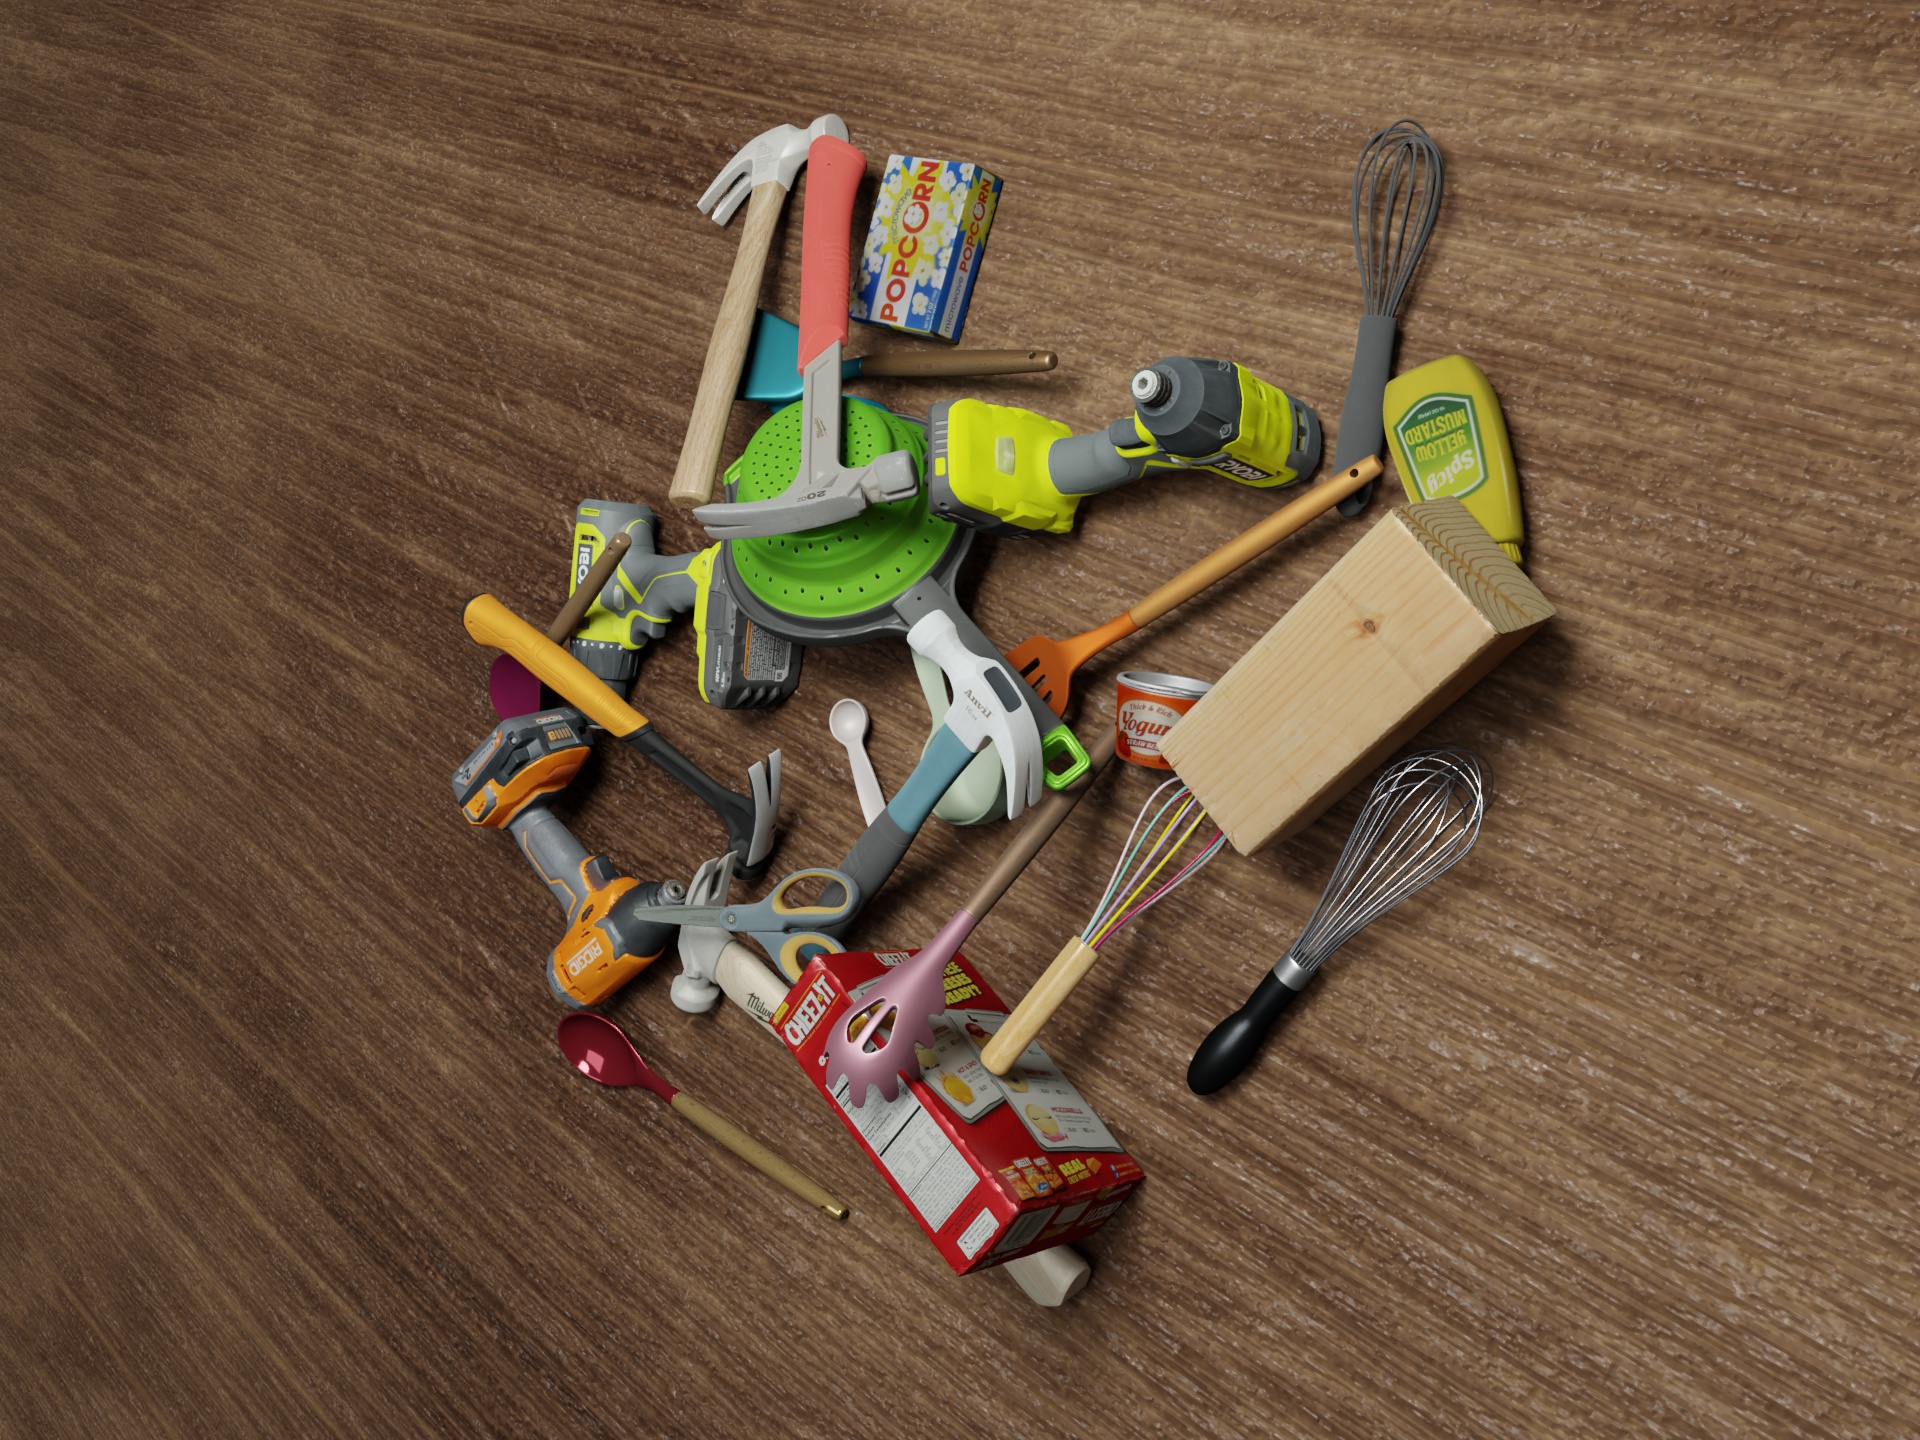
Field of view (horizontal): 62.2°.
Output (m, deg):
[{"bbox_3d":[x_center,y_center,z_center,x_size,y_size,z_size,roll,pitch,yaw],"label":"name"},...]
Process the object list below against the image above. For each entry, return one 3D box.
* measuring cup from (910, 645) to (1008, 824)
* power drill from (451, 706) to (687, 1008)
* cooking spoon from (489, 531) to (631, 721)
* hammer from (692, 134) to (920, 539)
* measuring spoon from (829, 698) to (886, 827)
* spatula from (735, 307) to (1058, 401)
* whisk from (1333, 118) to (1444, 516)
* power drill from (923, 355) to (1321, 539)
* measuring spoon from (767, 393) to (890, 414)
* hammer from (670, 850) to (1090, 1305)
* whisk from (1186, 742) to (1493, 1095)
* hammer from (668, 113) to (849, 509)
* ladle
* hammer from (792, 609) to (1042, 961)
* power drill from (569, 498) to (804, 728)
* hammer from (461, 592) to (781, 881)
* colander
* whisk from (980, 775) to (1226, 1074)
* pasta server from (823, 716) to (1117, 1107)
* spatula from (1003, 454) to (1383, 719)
[{"bbox_3d":[-0.002,-0.004,1.139,0.083,0.038,0.168,-33,64,33],"label":"measuring cup"},{"bbox_3d":[-0.312,0.105,1.304,0.164,0.084,0.226,-39,77,35],"label":"power drill"},{"bbox_3d":[-0.333,-0.070,1.317,0.069,0.017,0.319,56,139,5],"label":"cooking spoon"},{"bbox_3d":[-0.105,-0.283,1.128,0.149,0.036,0.359,-10,57,12],"label":"hammer"},{"bbox_3d":[-0.068,0.043,1.199,0.034,0.018,0.124,-23,80,32],"label":"measuring spoon"},{"bbox_3d":[-0.058,-0.266,1.173,0.318,0.044,0.082,10,74,42],"label":"spatula"},{"bbox_3d":[0.254,-0.244,0.970,0.055,0.055,0.239,11,96,36],"label":"whisk"},{"bbox_3d":[0.091,-0.176,1.007,0.223,0.171,0.080,-6,82,39],"label":"power drill"},{"bbox_3d":[-0.108,-0.250,1.244,0.129,0.021,0.042,20,98,35],"label":"measuring spoon"},{"bbox_3d":[-0.065,0.258,1.142,0.411,0.038,0.146,36,126,30],"label":"hammer"},{"bbox_3d":[0.222,0.128,0.959,0.070,0.070,0.284,47,117,29],"label":"whisk"},{"bbox_3d":[-0.176,-0.319,1.245,0.130,0.031,0.331,-2,69,37],"label":"hammer"},{"bbox_3d":[-0.208,0.313,1.265,0.316,0.031,0.069,24,122,32],"label":"ladle"},{"bbox_3d":[-0.045,0.072,1.094,0.128,0.033,0.331,48,135,12],"label":"hammer"},{"bbox_3d":[-0.235,-0.076,1.289,0.229,0.080,0.190,11,98,38],"label":"power drill"},{"bbox_3d":[-0.275,-0.010,1.264,0.337,0.034,0.127,35,136,20],"label":"hammer"},{"bbox_3d":[-0.045,-0.108,1.086,0.204,0.094,0.397,-37,59,-5],"label":"colander"},{"bbox_3d":[0.096,0.127,1.018,0.245,0.051,0.047,-51,34,0],"label":"whisk"},{"bbox_3d":[0.021,0.109,1.008,0.060,0.040,0.316,29,62,23],"label":"pasta server"},{"bbox_3d":[0.138,-0.078,1.036,0.322,0.041,0.081,-33,67,30],"label":"spatula"}]
